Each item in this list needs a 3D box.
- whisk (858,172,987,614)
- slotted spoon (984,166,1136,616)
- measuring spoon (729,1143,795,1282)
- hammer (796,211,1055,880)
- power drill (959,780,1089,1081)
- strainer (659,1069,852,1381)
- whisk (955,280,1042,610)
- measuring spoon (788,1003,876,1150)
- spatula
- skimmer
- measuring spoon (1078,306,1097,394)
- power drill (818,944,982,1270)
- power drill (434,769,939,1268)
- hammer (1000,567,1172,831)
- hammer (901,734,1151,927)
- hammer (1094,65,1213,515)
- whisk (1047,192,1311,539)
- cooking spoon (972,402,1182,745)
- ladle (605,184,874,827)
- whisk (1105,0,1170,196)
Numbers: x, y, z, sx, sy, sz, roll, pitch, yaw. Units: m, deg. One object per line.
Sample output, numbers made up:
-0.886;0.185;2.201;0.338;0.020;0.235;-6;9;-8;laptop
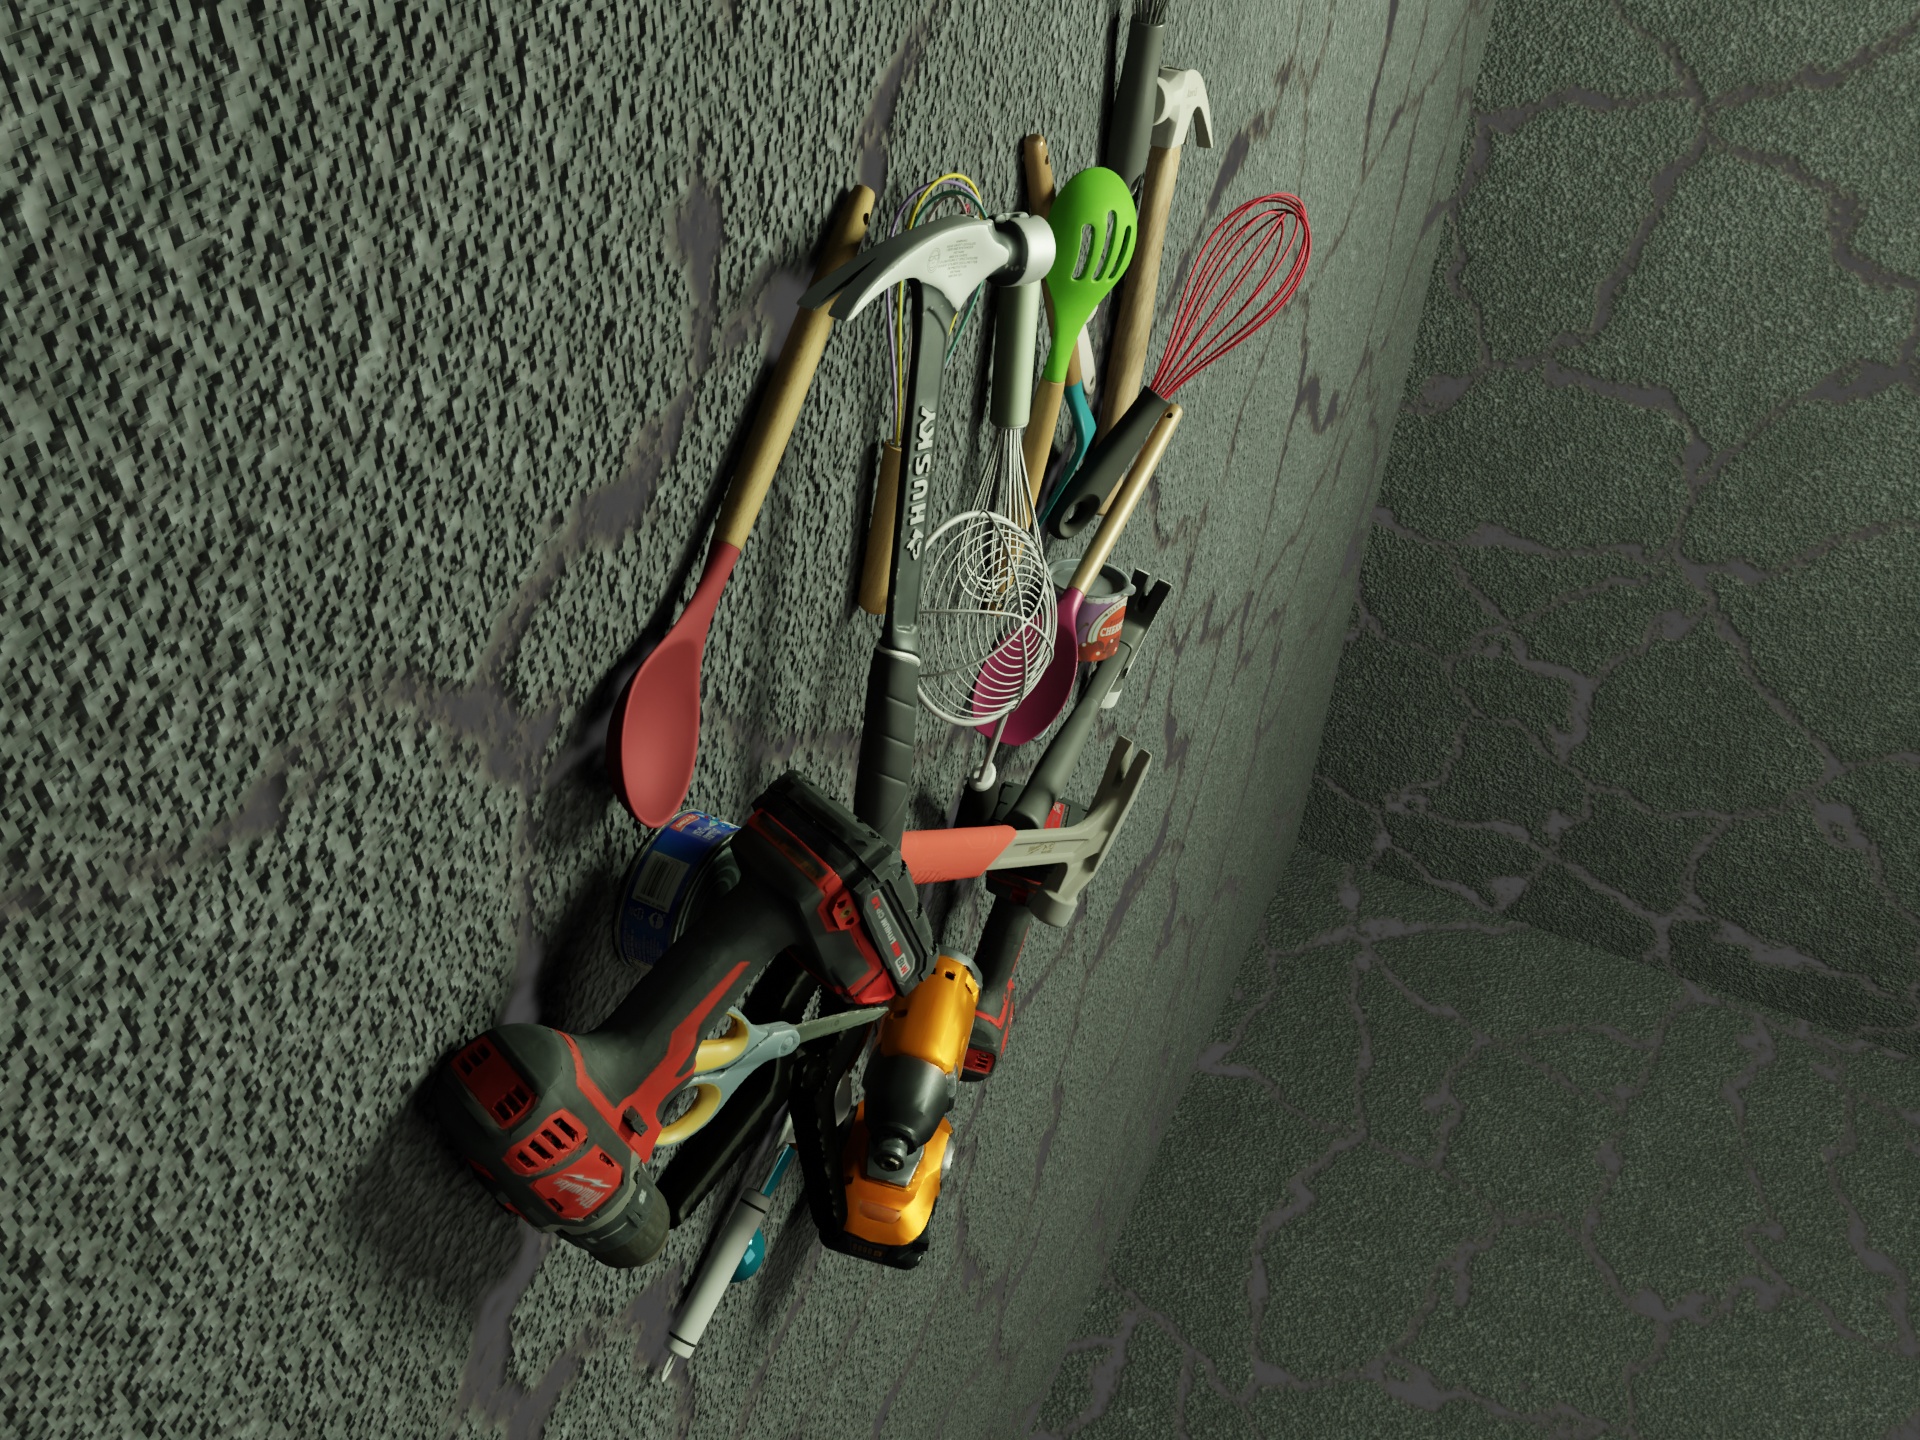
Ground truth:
-0.023;-0.169;0.856;0.047;0.051;0.244;-51;157;-59;whisk
0.056;-0.199;1.031;0.070;0.031;0.313;-11;133;-31;slotted spoon
-0.124;0.322;1.077;0.129;0.021;0.042;-61;159;-28;measuring spoon
-0.033;-0.050;0.823;0.149;0.036;0.408;-24;131;-46;hammer
0.036;0.170;1.291;0.143;0.078;0.219;-66;173;-69;power drill
-0.127;0.304;1.029;0.258;0.050;0.086;-62;174;-18;strainer
0.030;-0.181;1.001;0.059;0.058;0.246;-107;-162;-57;whisk
-0.088;0.244;1.102;0.117;0.021;0.011;-62;172;-25;measuring spoon
0.059;-0.246;1.049;0.082;0.044;0.317;-61;155;-29;spatula
-0.002;-0.003;1.060;0.127;0.090;0.363;-54;171;-24;skimmer
0.092;-0.267;1.127;0.124;0.018;0.034;66;46;-65;measuring spoon
-0.043;0.286;1.106;0.164;0.084;0.226;-72;176;-49;power drill
-0.119;0.153;0.747;0.227;0.080;0.187;-41;145;-19;power drill
0.099;-0.003;1.284;0.335;0.035;0.146;-56;170;-54;hammer
0.005;0.079;1.034;0.359;0.037;0.149;3;116;-56;hammer
0.132;-0.310;1.180;0.130;0.031;0.331;-45;149;-53;hammer
0.156;-0.254;1.161;0.296;0.073;0.073;-54;165;12;whisk
0.097;-0.115;1.191;0.319;0.069;0.017;-61;159;-21;cooking spoon
-0.098;-0.104;0.726;0.069;0.031;0.315;42;66;-68;ladle
0.118;-0.439;0.997;0.055;0.055;0.238;-54;160;-42;whisk
